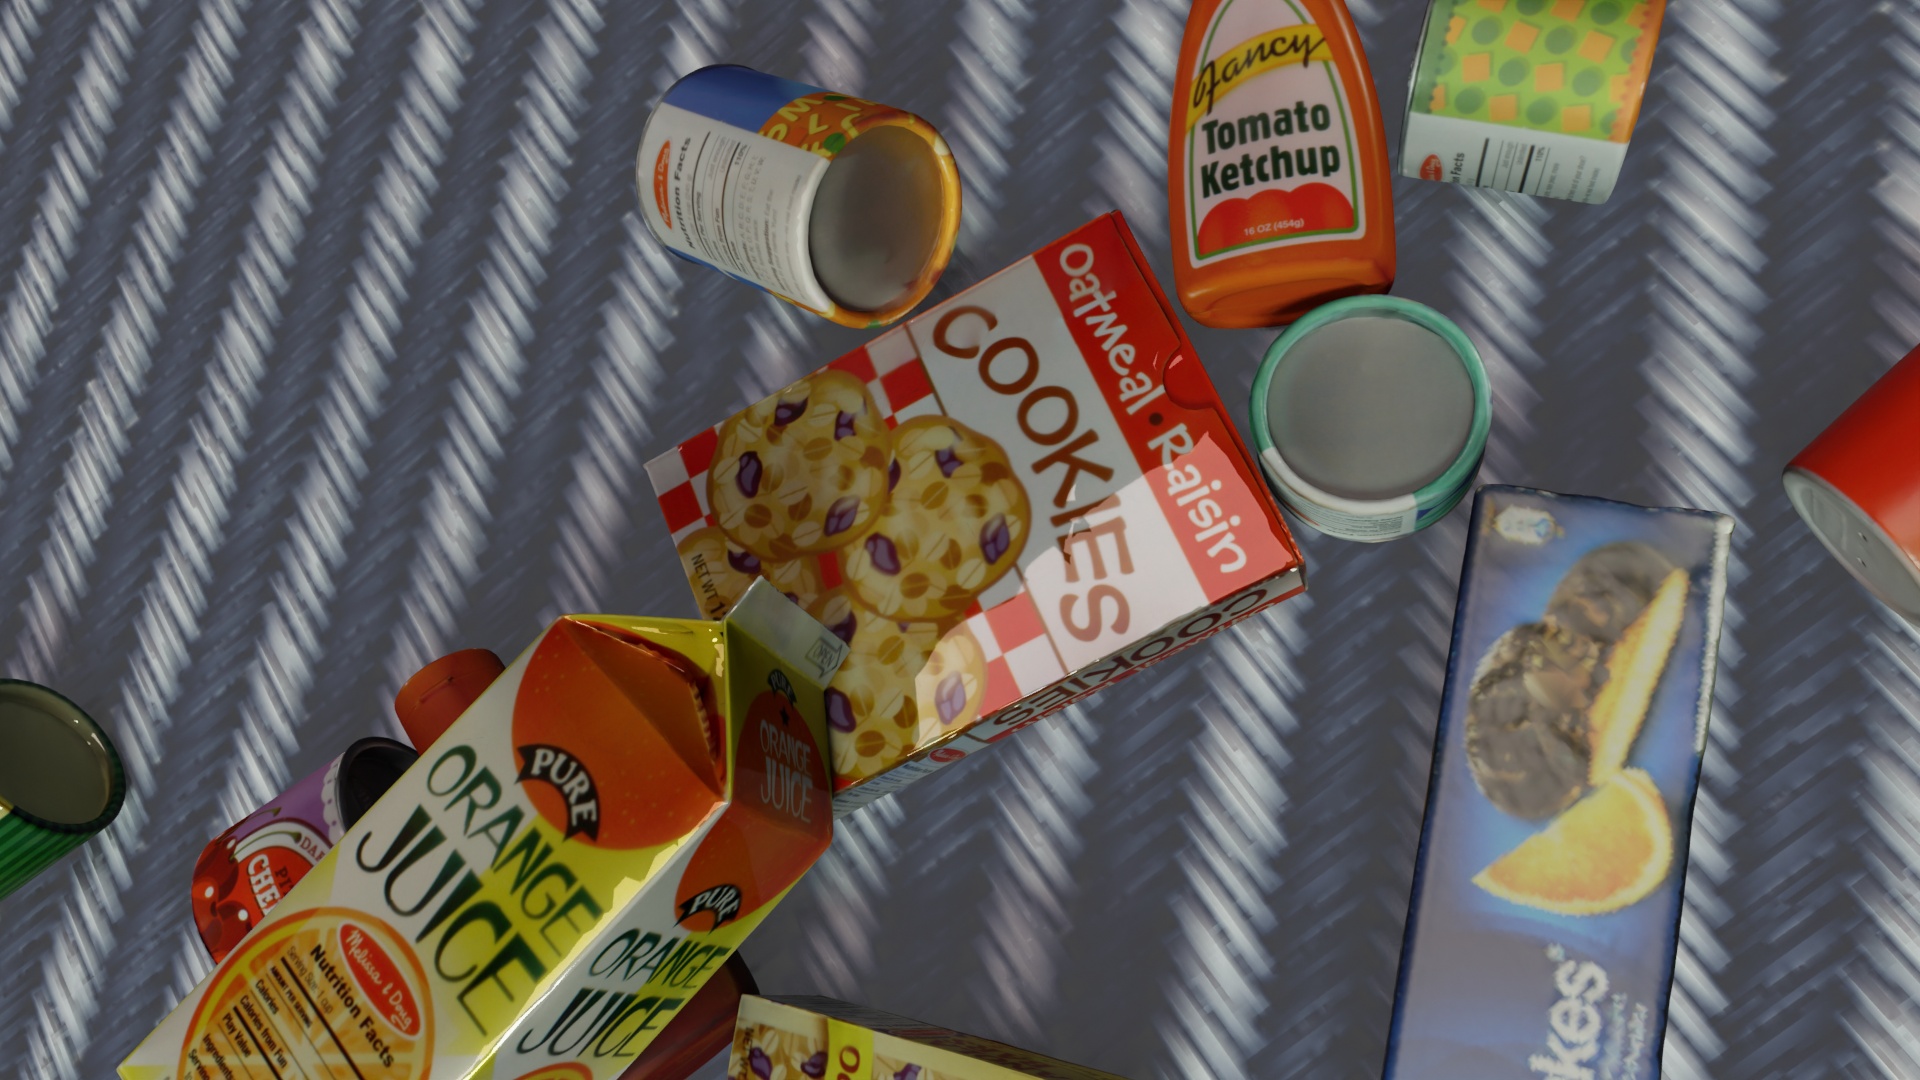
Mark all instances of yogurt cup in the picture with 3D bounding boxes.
[{"bbox_3d":[0.244,-0.013,0.341,0.054,0.072,0.072,-40,70,13],"label":"yogurt cup"}]

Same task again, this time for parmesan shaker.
[{"bbox_3d":[-0.355,0.105,0.483,0.103,0.071,0.071,-34,70,5],"label":"parmesan shaker"}]

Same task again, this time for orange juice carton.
[{"bbox_3d":[-0.104,0.089,0.357,0.073,0.071,0.193,40,83,25],"label":"orange juice carton"}]

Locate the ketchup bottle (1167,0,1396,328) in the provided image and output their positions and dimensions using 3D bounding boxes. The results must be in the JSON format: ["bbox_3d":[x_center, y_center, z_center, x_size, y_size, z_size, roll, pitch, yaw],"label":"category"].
[{"bbox_3d":[0.094,-0.141,0.424,0.064,0.043,0.149,-6,75,20],"label":"ketchup bottle"}]

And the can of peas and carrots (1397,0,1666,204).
[{"bbox_3d":[0.160,-0.134,0.390,0.059,0.071,0.071,14,82,18],"label":"can of peas and carrots"}]

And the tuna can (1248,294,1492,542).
[{"bbox_3d":[0.118,-0.037,0.398,0.071,0.033,0.071,-4,77,15],"label":"tuna can"}]

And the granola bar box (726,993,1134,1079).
[{"bbox_3d":[-0.014,0.213,0.355,0.124,0.039,0.166,1,77,36],"label":"granola bar box"}]

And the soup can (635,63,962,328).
[{"bbox_3d":[-0.049,-0.109,0.435,0.084,0.071,0.071,28,86,38],"label":"soup can"}]

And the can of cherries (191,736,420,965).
[{"bbox_3d":[-0.193,0.105,0.433,0.058,0.071,0.071,-32,71,7],"label":"can of cherries"}]

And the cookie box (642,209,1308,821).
[{"bbox_3d":[0.001,-0.005,0.419,0.167,0.040,0.123,-27,71,8],"label":"cookie box"}]

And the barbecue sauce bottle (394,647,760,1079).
[{"bbox_3d":[-0.125,0.100,0.429,0.065,0.043,0.149,-35,69,-9],"label":"barbecue sauce bottle"}]
